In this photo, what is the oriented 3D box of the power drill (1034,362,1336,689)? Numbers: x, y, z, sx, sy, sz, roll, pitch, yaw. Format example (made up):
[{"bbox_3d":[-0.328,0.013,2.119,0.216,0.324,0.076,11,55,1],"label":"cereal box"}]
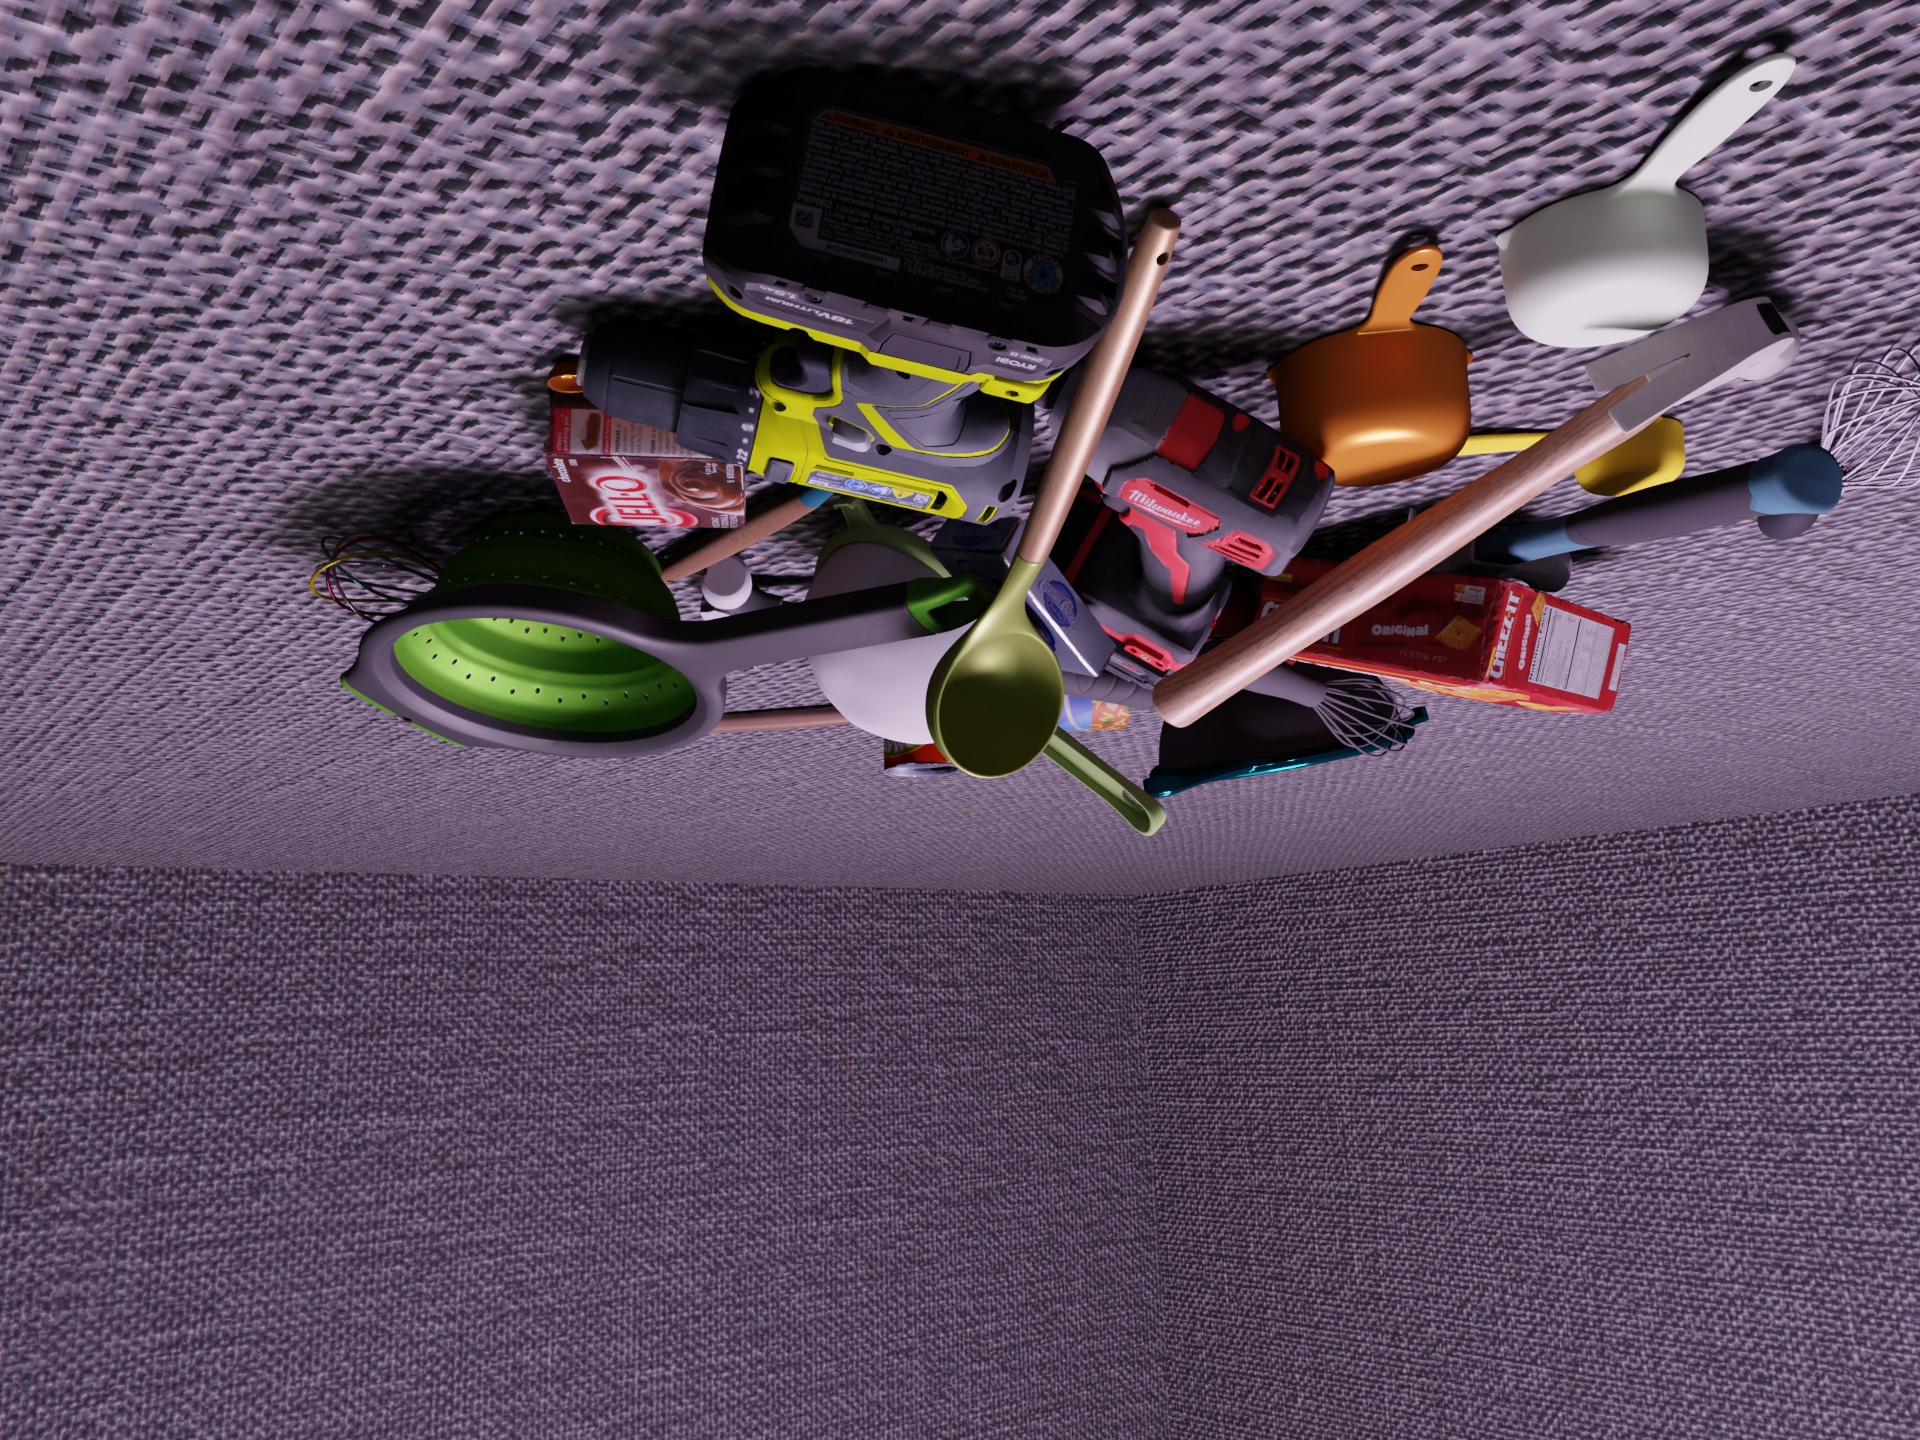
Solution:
[{"bbox_3d":[0.088,-0.101,0.799,0.143,0.078,0.219,29,164,2],"label":"power drill"}]

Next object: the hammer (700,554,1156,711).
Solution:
[{"bbox_3d":[-0.004,-0.044,1.059,0.334,0.035,0.146,11,166,-2],"label":"hammer"}]

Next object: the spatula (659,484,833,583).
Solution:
[{"bbox_3d":[-0.098,-0.107,0.878,0.082,0.044,0.317,7,167,-35],"label":"spatula"}]

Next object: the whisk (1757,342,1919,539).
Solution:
[{"bbox_3d":[0.466,-0.135,0.844,0.070,0.070,0.284,-5,174,13],"label":"whisk"}]

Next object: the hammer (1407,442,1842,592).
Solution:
[{"bbox_3d":[0.348,-0.105,0.858,0.128,0.033,0.331,7,178,-10],"label":"hammer"}]

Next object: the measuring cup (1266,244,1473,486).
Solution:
[{"bbox_3d":[0.189,-0.149,0.698,0.095,0.052,0.173,-3,171,4],"label":"measuring cup"}]

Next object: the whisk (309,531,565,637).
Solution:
[{"bbox_3d":[-0.317,-0.076,0.995,0.051,0.047,0.245,35,-174,17],"label":"whisk"}]

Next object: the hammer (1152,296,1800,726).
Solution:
[{"bbox_3d":[0.219,-0.086,0.737,0.331,0.031,0.130,-35,168,34],"label":"hammer"}]

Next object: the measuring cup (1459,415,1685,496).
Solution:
[{"bbox_3d":[0.309,-0.136,0.845,0.156,0.029,0.062,-4,169,-7],"label":"measuring cup"}]

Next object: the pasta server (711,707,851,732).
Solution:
[{"bbox_3d":[-0.117,0.003,1.454,0.316,0.040,0.060,-3,157,11],"label":"pasta server"}]

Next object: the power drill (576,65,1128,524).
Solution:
[{"bbox_3d":[-0.048,-0.145,0.602,0.190,0.080,0.228,11,168,-11],"label":"power drill"}]

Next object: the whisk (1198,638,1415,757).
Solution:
[{"bbox_3d":[0.240,-0.018,1.092,0.238,0.055,0.055,16,159,-41],"label":"whisk"}]

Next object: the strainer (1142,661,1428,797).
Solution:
[{"bbox_3d":[0.213,-0.007,1.212,0.211,0.095,0.340,-10,180,32],"label":"strainer"}]

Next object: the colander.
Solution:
[{"bbox_3d":[-0.162,-0.068,0.888,0.397,0.095,0.204,-9,154,26],"label":"colander"}]

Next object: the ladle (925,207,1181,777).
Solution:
[{"bbox_3d":[0.045,-0.084,0.708,0.078,0.062,0.320,-18,151,-27],"label":"ladle"}]

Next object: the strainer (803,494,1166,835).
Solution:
[{"bbox_3d":[-0.001,-0.003,0.906,0.069,0.256,0.151,-44,165,-33],"label":"strainer"}]

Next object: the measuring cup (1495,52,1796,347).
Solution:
[{"bbox_3d":[0.255,-0.182,0.580,0.083,0.038,0.167,-2,171,-3],"label":"measuring cup"}]

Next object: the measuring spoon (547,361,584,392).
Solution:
[{"bbox_3d":[-0.126,-0.158,0.710,0.117,0.011,0.021,-5,169,-5],"label":"measuring spoon"}]
